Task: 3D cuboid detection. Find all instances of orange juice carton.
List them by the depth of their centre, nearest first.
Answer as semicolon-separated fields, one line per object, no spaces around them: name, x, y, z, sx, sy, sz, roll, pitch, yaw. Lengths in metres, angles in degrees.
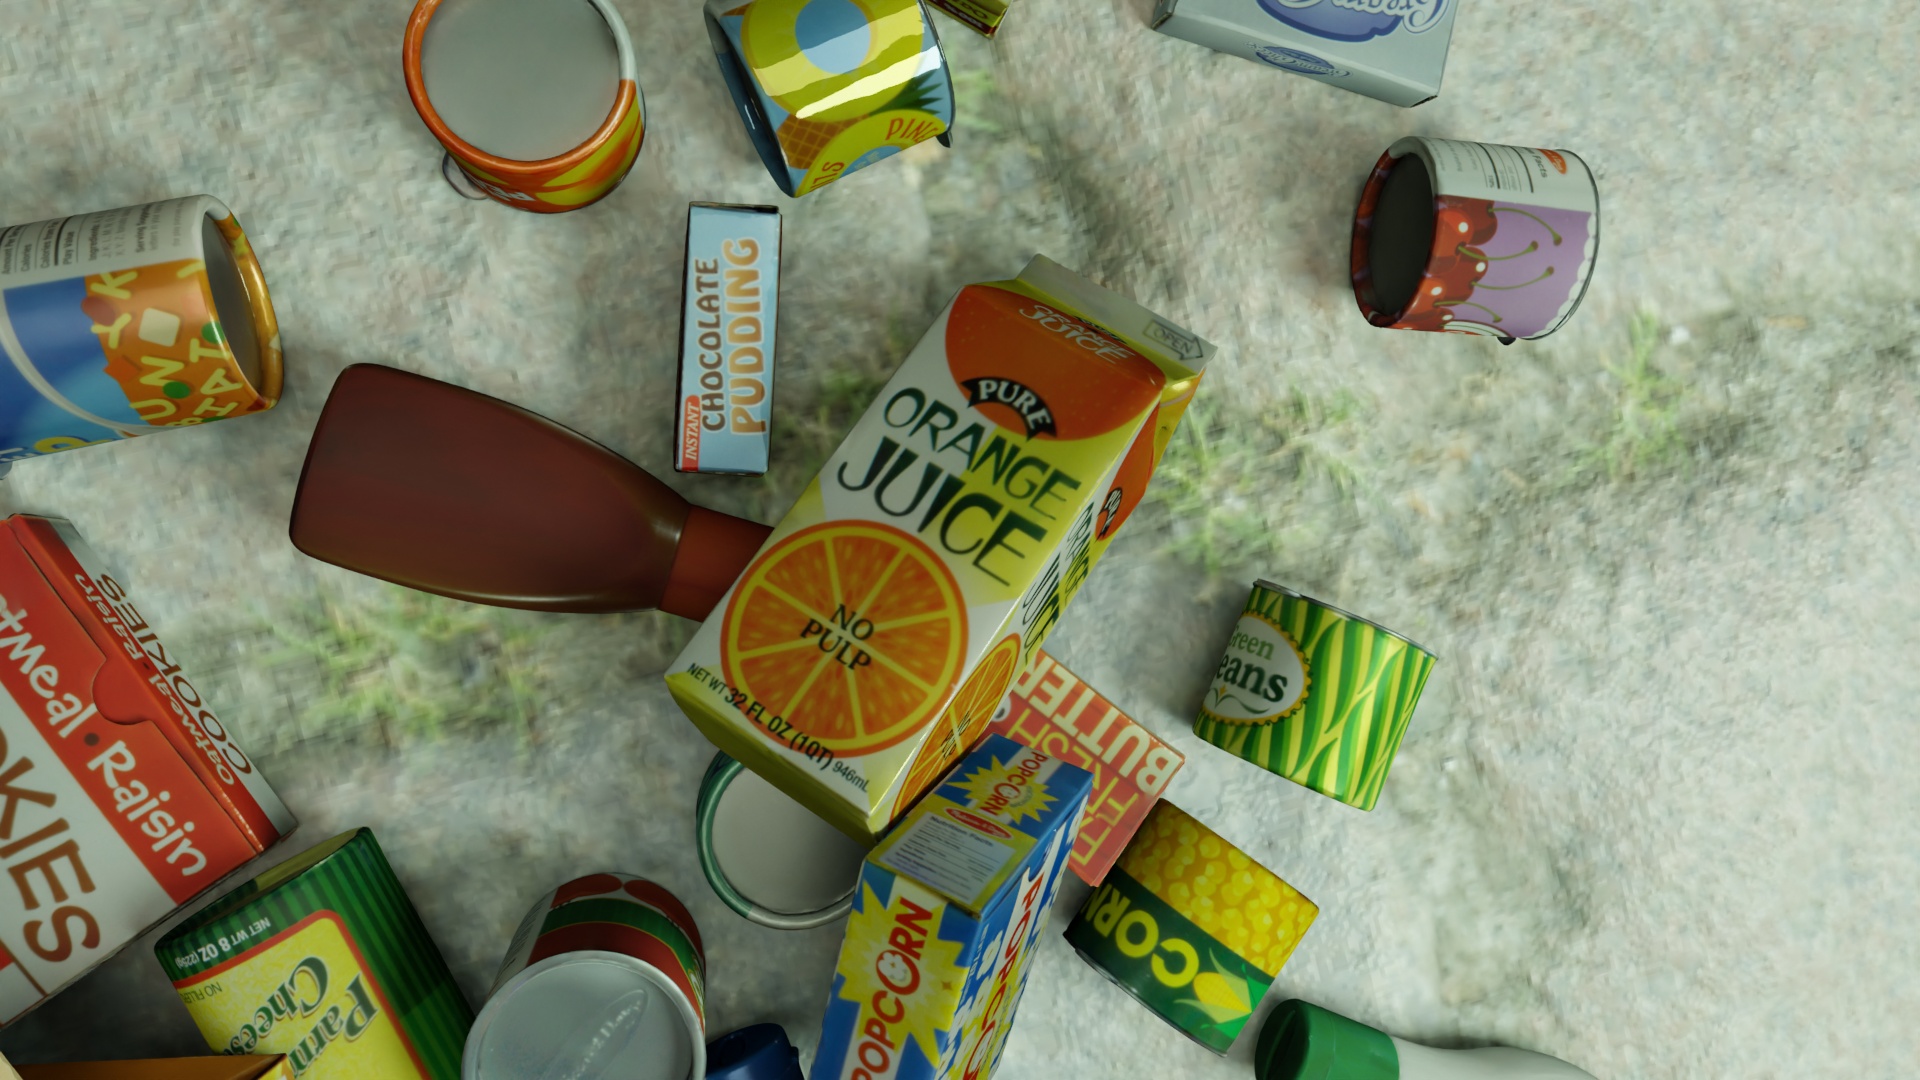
orange juice carton;0.002;-0.005;0.429;0.072;0.072;0.193;31;72;15

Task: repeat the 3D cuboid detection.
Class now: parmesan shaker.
parmesan shaker;-0.190;0.150;0.423;0.071;0.071;0.103;-28;96;-8

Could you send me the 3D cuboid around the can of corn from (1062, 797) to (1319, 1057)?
can of corn;0.076;0.128;0.468;0.071;0.071;0.058;36;85;-9

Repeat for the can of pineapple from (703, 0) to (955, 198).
can of pineapple;-0.041;-0.148;0.441;0.058;0.071;0.071;-26;96;-8

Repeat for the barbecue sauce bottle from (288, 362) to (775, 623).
barbecue sauce bottle;-0.127;-0.005;0.441;0.148;0.043;0.065;17;88;-11

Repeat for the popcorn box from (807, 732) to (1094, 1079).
popcorn box;-0.006;0.132;0.421;0.038;0.085;0.126;24;116;19

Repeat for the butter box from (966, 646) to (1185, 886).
butter box;0.019;0.063;0.465;0.103;0.024;0.053;37;85;7

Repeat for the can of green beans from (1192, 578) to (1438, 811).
can of green beans;0.120;0.053;0.475;0.071;0.071;0.058;24;88;-10

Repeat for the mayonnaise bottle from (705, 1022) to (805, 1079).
mayonnaise bottle;-0.050;0.235;0.454;0.041;0.064;0.148;-20;91;-7

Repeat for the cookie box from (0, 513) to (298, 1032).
cookie box;-0.310;0.089;0.412;0.168;0.040;0.123;-35;96;-7

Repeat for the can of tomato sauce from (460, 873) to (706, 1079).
can of tomato sauce;-0.110;0.146;0.428;0.071;0.083;0.071;0;92;-10

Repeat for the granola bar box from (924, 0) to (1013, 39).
granola bar box;-0.032;-0.262;0.452;0.165;0.039;0.124;26;87;-10

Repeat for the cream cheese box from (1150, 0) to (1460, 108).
cream cheese box;0.124;-0.194;0.490;0.104;0.024;0.053;13;90;-10

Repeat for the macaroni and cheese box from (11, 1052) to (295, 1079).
macaroni and cheese box;-0.231;0.234;0.397;0.123;0.040;0.166;-9;100;18

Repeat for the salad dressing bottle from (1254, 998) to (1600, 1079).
salad dressing bottle;0.178;0.207;0.501;0.148;0.044;0.064;23;89;-10

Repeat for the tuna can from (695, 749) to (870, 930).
tuna can;-0.055;0.091;0.461;0.071;0.033;0.071;0;92;-10

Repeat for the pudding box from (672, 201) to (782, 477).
pudding box;-0.075;-0.063;0.445;0.030;0.049;0.083;3;92;-12

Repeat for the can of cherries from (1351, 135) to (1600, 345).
can of cherries;0.175;-0.102;0.482;0.058;0.071;0.071;2;92;-10

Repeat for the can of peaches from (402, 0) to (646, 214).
can of peaches;-0.134;-0.137;0.428;0.071;0.058;0.071;0;92;-11

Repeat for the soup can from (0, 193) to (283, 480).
soup can;-0.252;-0.059;0.407;0.084;0.071;0.071;-13;94;-10
